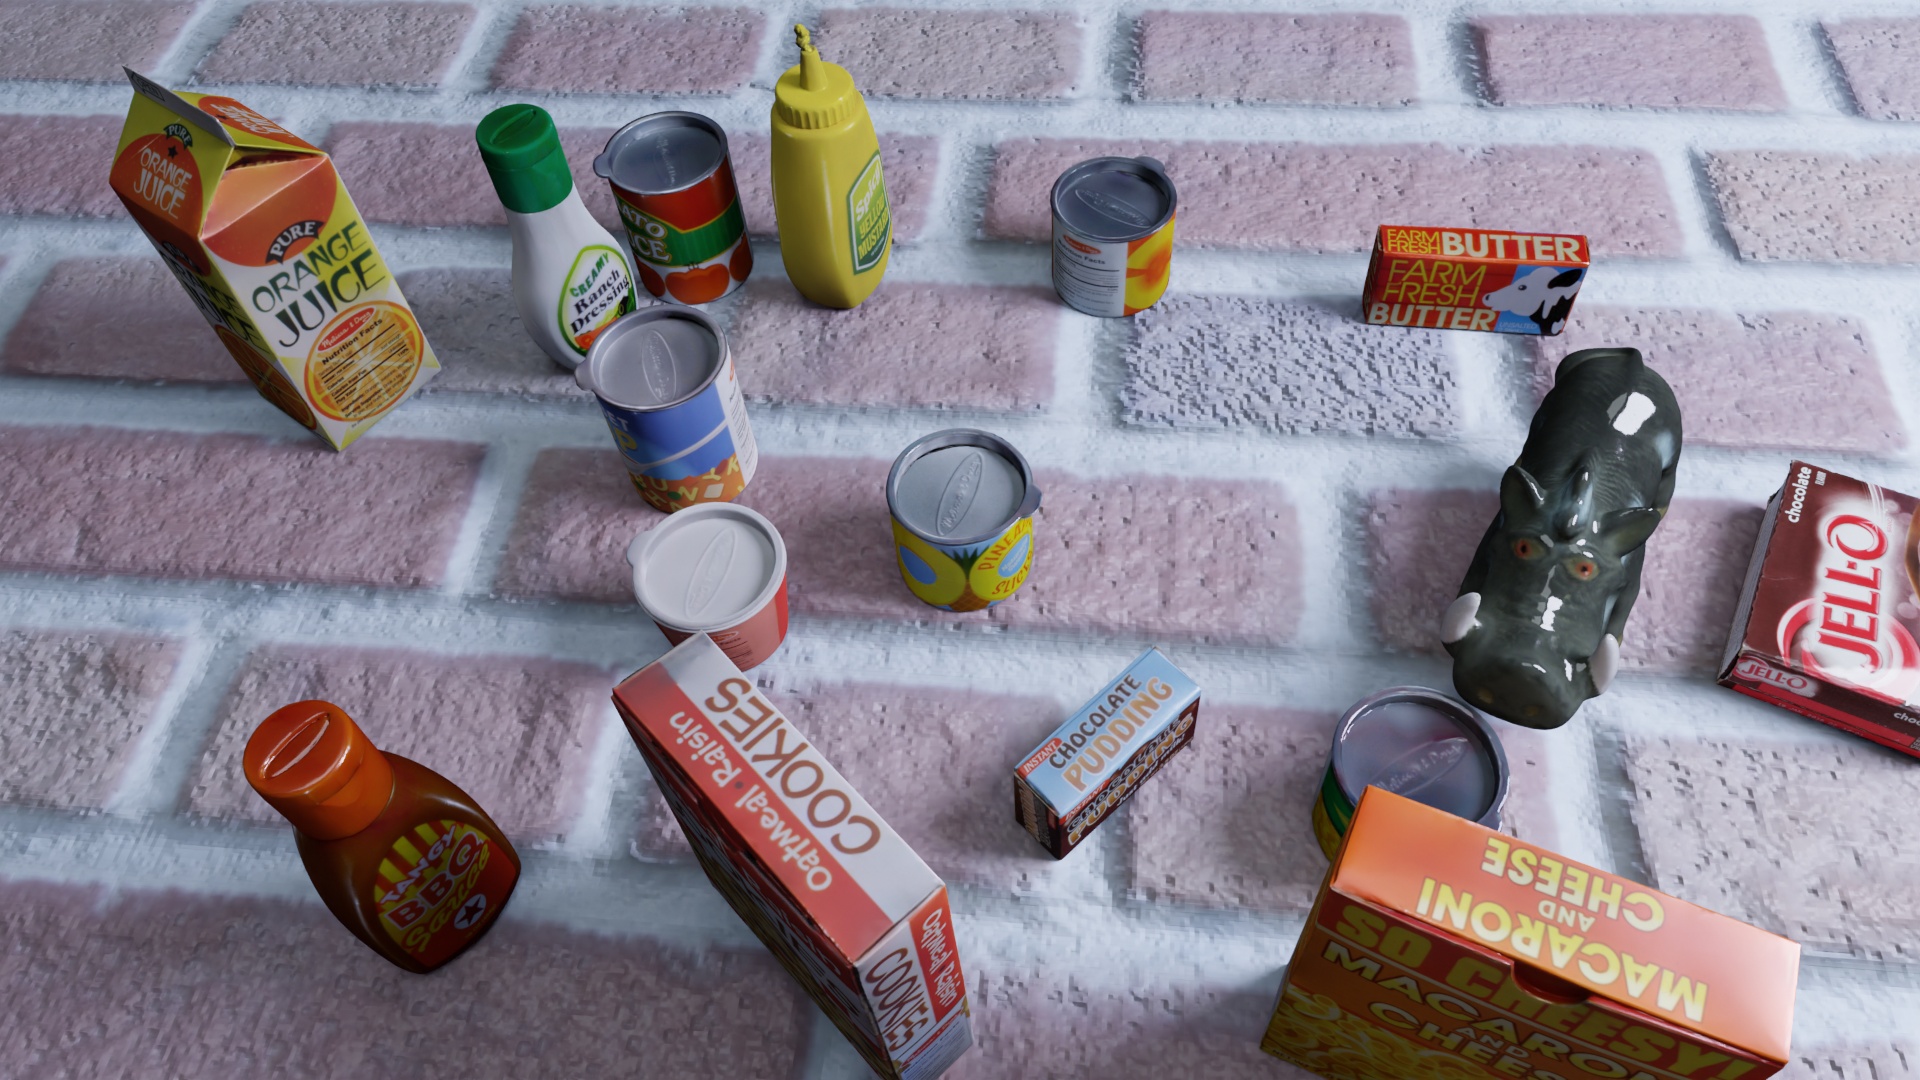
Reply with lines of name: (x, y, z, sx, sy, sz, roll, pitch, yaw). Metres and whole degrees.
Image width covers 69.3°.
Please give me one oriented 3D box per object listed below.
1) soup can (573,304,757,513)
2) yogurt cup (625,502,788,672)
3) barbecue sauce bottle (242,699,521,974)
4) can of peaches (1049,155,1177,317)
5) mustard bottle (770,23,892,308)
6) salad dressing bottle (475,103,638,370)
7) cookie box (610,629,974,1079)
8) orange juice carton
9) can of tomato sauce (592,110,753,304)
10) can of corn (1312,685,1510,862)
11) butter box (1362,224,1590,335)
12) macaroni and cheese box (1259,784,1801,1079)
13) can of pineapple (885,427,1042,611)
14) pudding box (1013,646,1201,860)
soup can: (-0.141, -0.062, 0.674, 0.071, 0.083, 0.072, -2, 55, 3)
yogurt cup: (-0.109, 0.025, 0.629, 0.072, 0.053, 0.073, -2, 55, 3)
barbecue sauce bottle: (-0.216, 0.109, 0.518, 0.044, 0.147, 0.065, 29, 62, 22)
can of peaches: (0.083, -0.164, 0.747, 0.071, 0.057, 0.071, -2, 55, 3)
mustard bottle: (-0.069, -0.193, 0.715, 0.049, 0.159, 0.065, 17, 58, 15)
salad dressing bottle: (-0.203, -0.149, 0.701, 0.044, 0.147, 0.064, 28, 61, 21)
cookie box: (-0.054, 0.121, 0.488, 0.040, 0.166, 0.123, -38, 61, -21)
orange juice carton: (-0.335, -0.139, 0.676, 0.072, 0.191, 0.073, 31, 62, 23)
can of tomato sauce: (-0.154, -0.180, 0.759, 0.071, 0.082, 0.071, -2, 55, 3)
can of corn: (0.178, 0.103, 0.552, 0.071, 0.058, 0.071, -2, 55, 3)
butter box: (0.264, -0.134, 0.717, 0.103, 0.053, 0.024, 5, 56, 7)
macaroni and cheese box: (0.171, 0.152, 0.452, 0.124, 0.165, 0.040, 19, 59, 16)
can of pineapple: (0.002, -0.008, 0.642, 0.071, 0.057, 0.071, -2, 55, 3)
pudding box: (0.061, 0.088, 0.576, 0.084, 0.049, 0.030, -38, 61, -21)
